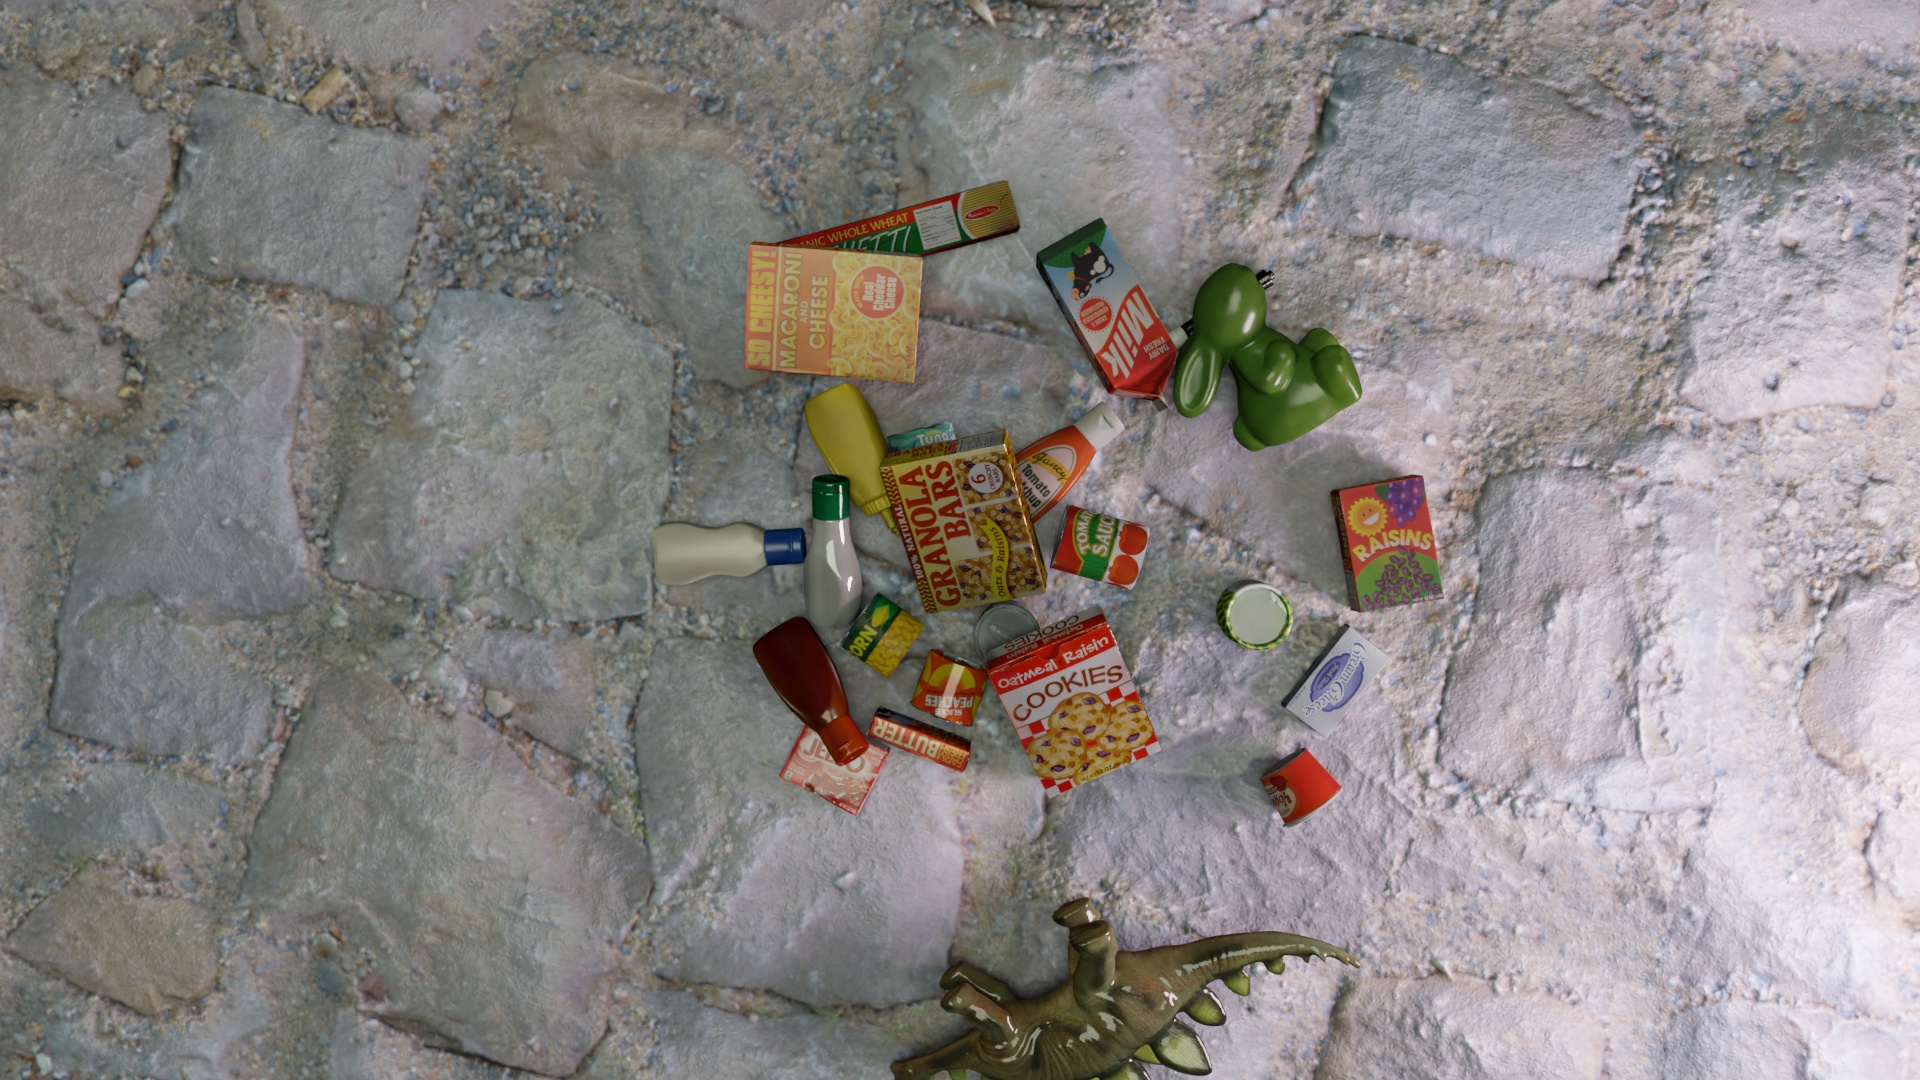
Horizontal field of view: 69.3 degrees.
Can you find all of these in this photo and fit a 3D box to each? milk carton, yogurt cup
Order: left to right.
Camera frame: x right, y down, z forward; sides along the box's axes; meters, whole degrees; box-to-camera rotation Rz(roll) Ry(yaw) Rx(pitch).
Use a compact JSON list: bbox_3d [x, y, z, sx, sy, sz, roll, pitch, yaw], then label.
[{"bbox_3d":[0.151,-0.209,1.353,0.073,0.072,0.190,-30,90,2],"label":"milk carton"},{"bbox_3d":[0.331,0.240,1.361,0.072,0.072,0.054,-35,82,3],"label":"yogurt cup"}]

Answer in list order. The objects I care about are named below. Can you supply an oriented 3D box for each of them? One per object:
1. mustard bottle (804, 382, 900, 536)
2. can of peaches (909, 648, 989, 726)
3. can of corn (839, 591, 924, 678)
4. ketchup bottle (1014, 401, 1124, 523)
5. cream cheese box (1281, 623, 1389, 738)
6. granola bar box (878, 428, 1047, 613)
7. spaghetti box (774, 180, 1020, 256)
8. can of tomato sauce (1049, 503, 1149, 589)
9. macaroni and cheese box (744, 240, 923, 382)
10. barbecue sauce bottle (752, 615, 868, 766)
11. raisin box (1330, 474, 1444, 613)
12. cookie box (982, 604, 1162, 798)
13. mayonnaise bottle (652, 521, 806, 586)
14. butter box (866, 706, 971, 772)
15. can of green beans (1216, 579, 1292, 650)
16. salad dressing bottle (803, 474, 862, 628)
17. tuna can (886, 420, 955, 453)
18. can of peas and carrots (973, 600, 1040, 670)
[{"bbox_3d":[-0.098,-0.075,1.376,0.065,0.049,0.160,-25,91,8],"label":"mustard bottle"},{"bbox_3d":[-0.009,0.145,1.366,0.071,0.071,0.058,20,91,1],"label":"can of peaches"},{"bbox_3d":[-0.078,0.095,1.368,0.058,0.071,0.071,36,92,0],"label":"can of corn"},{"bbox_3d":[0.094,-0.077,1.372,0.149,0.043,0.064,-40,94,2],"label":"ketchup bottle"},{"bbox_3d":[0.372,0.139,1.376,0.053,0.024,0.104,37,92,-1],"label":"cream cheese box"},{"bbox_3d":[0.005,-0.017,1.338,0.124,0.039,0.164,-11,117,12],"label":"granola bar box"},{"bbox_3d":[-0.067,-0.300,1.380,0.250,0.029,0.050,-15,91,2],"label":"spaghetti box"},{"bbox_3d":[0.136,0.006,1.359,0.083,0.071,0.071,16,92,1],"label":"can of tomato sauce"},{"bbox_3d":[-0.124,-0.223,1.358,0.166,0.040,0.123,4,105,-4],"label":"macaroni and cheese box"},{"bbox_3d":[-0.143,0.150,1.364,0.065,0.043,0.149,-34,72,0],"label":"barbecue sauce bottle"},{"bbox_3d":[0.419,0.003,1.365,0.086,0.040,0.123,-10,92,3],"label":"raisin box"},{"bbox_3d":[0.109,0.157,1.342,0.123,0.040,0.166,-24,118,2],"label":"cookie box"},{"bbox_3d":[-0.230,0.010,1.387,0.148,0.041,0.064,-3,92,1],"label":"mayonnaise bottle"},{"bbox_3d":[-0.040,0.196,1.377,0.103,0.053,0.024,21,94,1],"label":"butter box"},{"bbox_3d":[0.288,0.073,1.361,0.071,0.058,0.071,0,92,2],"label":"can of green beans"},{"bbox_3d":[-0.126,0.010,1.360,0.064,0.044,0.147,16,113,40],"label":"salad dressing bottle"},{"bbox_3d":[-0.036,-0.094,1.362,0.071,0.071,0.033,-14,93,2],"label":"tuna can"},{"bbox_3d":[0.046,0.095,1.369,0.071,0.059,0.071,0,92,3],"label":"can of peas and carrots"}]
